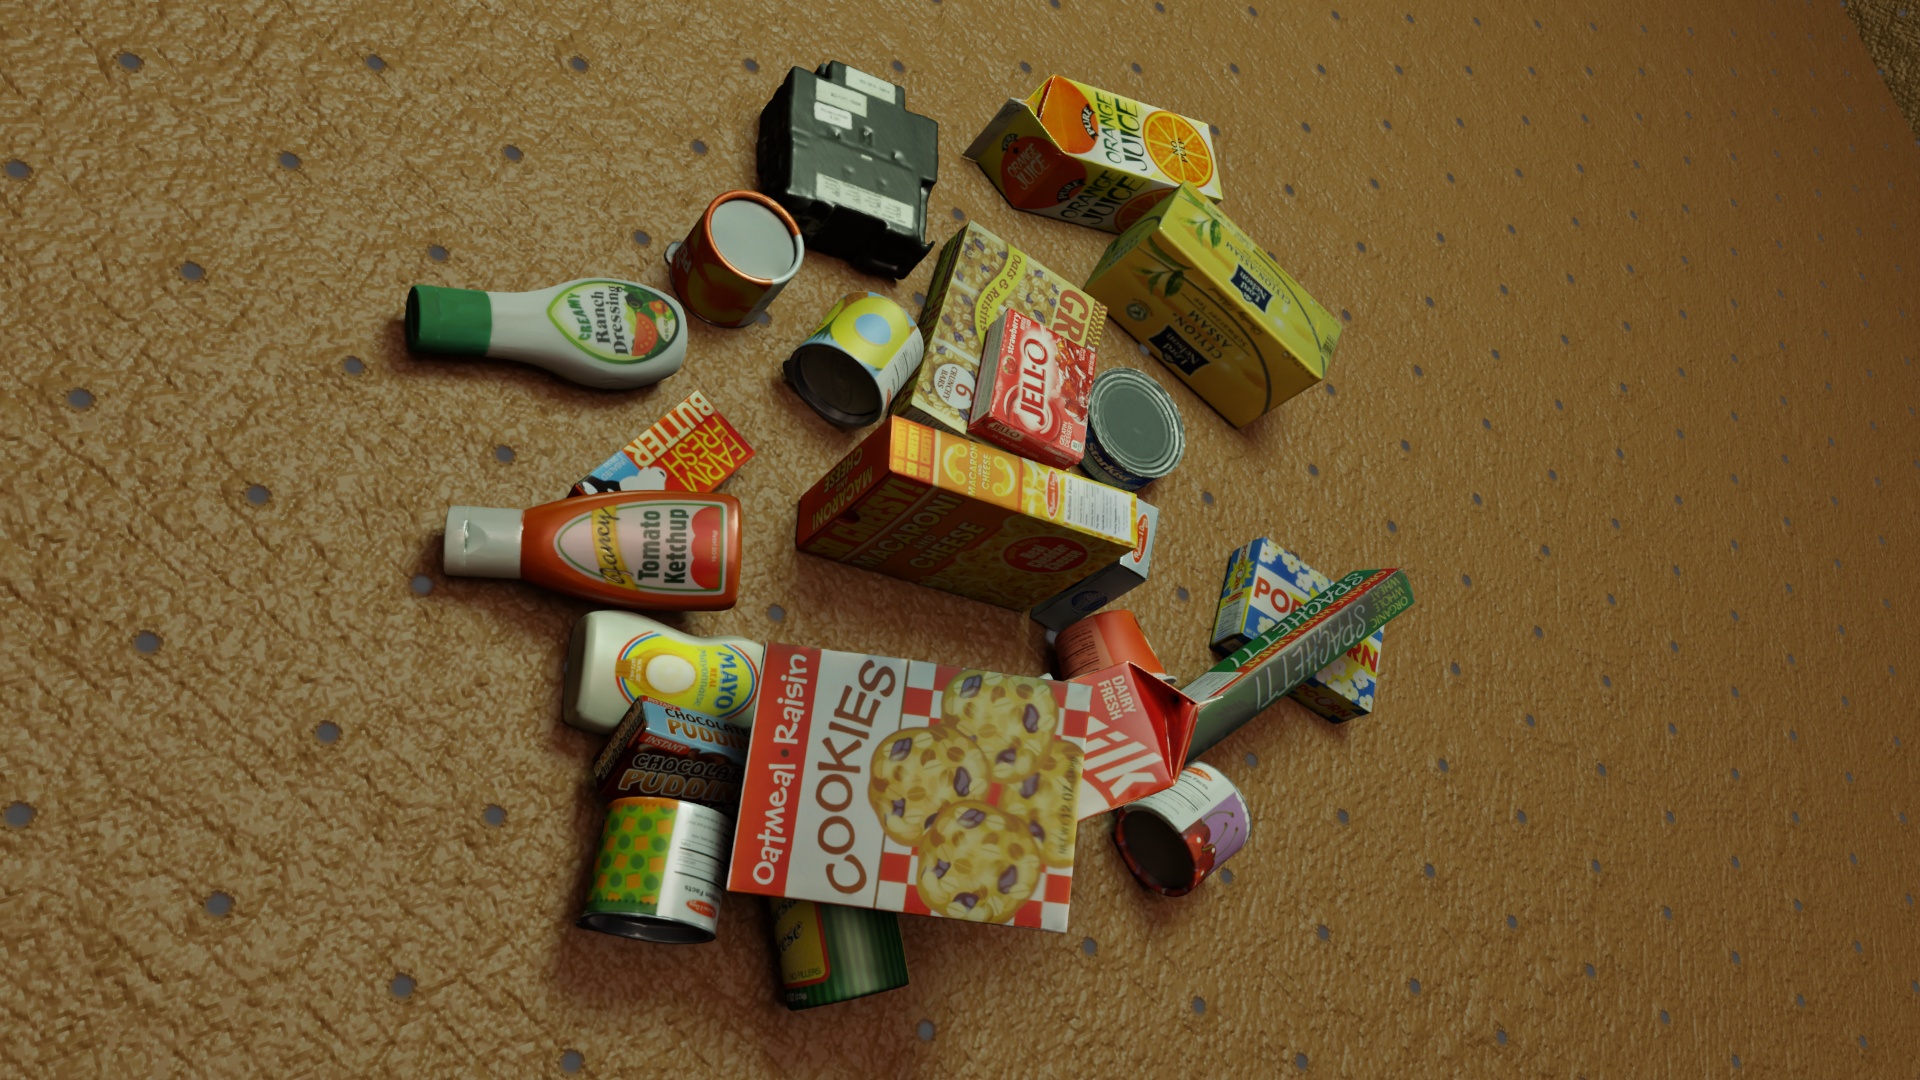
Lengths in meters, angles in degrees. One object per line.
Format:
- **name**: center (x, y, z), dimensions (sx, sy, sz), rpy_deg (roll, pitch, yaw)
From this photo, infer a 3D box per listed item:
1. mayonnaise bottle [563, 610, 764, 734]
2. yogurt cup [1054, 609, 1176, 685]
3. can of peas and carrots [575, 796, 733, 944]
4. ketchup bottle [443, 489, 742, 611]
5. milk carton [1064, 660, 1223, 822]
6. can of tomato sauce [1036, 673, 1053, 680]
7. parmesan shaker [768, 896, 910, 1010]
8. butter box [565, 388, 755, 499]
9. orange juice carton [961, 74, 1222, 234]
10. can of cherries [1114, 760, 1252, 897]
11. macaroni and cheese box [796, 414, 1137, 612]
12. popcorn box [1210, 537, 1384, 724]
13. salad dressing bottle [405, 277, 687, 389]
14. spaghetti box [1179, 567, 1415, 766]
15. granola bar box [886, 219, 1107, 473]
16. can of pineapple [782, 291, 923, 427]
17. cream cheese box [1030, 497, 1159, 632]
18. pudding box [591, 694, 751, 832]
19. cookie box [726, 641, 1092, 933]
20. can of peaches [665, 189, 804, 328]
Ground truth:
- **mayonnaise bottle**: center (-0.136, 0.078, 0.754), dimensions (0.148, 0.041, 0.065), rpy_deg (11, 71, -28)
- **yogurt cup**: center (0.094, 0.079, 0.892), dimensions (0.072, 0.072, 0.054), rpy_deg (-4, 64, -34)
- **can of peas and carrots**: center (-0.152, 0.165, 0.693), dimensions (0.071, 0.070, 0.059), rpy_deg (20, 60, -25)
- **ketchup bottle**: center (-0.192, 0.004, 0.731), dimensions (0.149, 0.043, 0.065), rpy_deg (3, 82, -14)
- **milk carton**: center (0.049, 0.119, 0.765), dimensions (0.191, 0.072, 0.073), rpy_deg (-19, 83, -6)
- **can of tomato sauce**: center (0.041, 0.132, 0.834), dimensions (0.071, 0.071, 0.083), rpy_deg (-22, 82, -37)
- **parmesan shaker**: center (-0.067, 0.188, 0.732), dimensions (0.071, 0.071, 0.103), rpy_deg (-2, 71, -34)
- **butter box**: center (-0.170, -0.038, 0.795), dimensions (0.053, 0.024, 0.104), rpy_deg (48, 52, -7)
- **orange juice carton**: center (0.099, -0.289, 1.051), dimensions (0.193, 0.071, 0.073), rpy_deg (6, 66, -31)
- **can of cherries**: center (0.140, 0.183, 0.875), dimensions (0.058, 0.071, 0.071), rpy_deg (-28, 87, -38)
- **macaroni and cheese box**: center (0.003, -0.010, 0.833), dimensions (0.166, 0.123, 0.040), rpy_deg (16, 61, -26)
- **popcorn box**: center (0.247, 0.066, 1.012), dimensions (0.126, 0.038, 0.085), rpy_deg (31, 56, -18)
- **salad dressing bottle**: center (-0.230, -0.118, 0.779), dimensions (0.148, 0.043, 0.064), rpy_deg (-1, 72, -33)
- **spaghetti box**: center (0.203, 0.086, 0.929), dimensions (0.251, 0.050, 0.028), rpy_deg (-30, 99, -24)
- **granola bar box**: center (0.028, -0.121, 0.951), dimensions (0.124, 0.039, 0.166), rpy_deg (28, 57, -20)
- **can of pineapple**: center (-0.066, -0.115, 0.871), dimensions (0.071, 0.070, 0.058), rpy_deg (41, 53, -11)
- **cream cheese box**: center (0.086, 0.017, 0.888), dimensions (0.024, 0.103, 0.053), rpy_deg (28, 56, -18)
- **pudding box**: center (-0.140, 0.116, 0.719), dimensions (0.083, 0.049, 0.030), rpy_deg (26, 20, -35)
- **cookie box**: center (-0.025, 0.123, 0.698), dimensions (0.167, 0.040, 0.123), rpy_deg (8, 78, -4)
- **can of peaches**: center (-0.139, -0.174, 0.854), dimensions (0.071, 0.058, 0.071), rpy_deg (13, 63, -29)
